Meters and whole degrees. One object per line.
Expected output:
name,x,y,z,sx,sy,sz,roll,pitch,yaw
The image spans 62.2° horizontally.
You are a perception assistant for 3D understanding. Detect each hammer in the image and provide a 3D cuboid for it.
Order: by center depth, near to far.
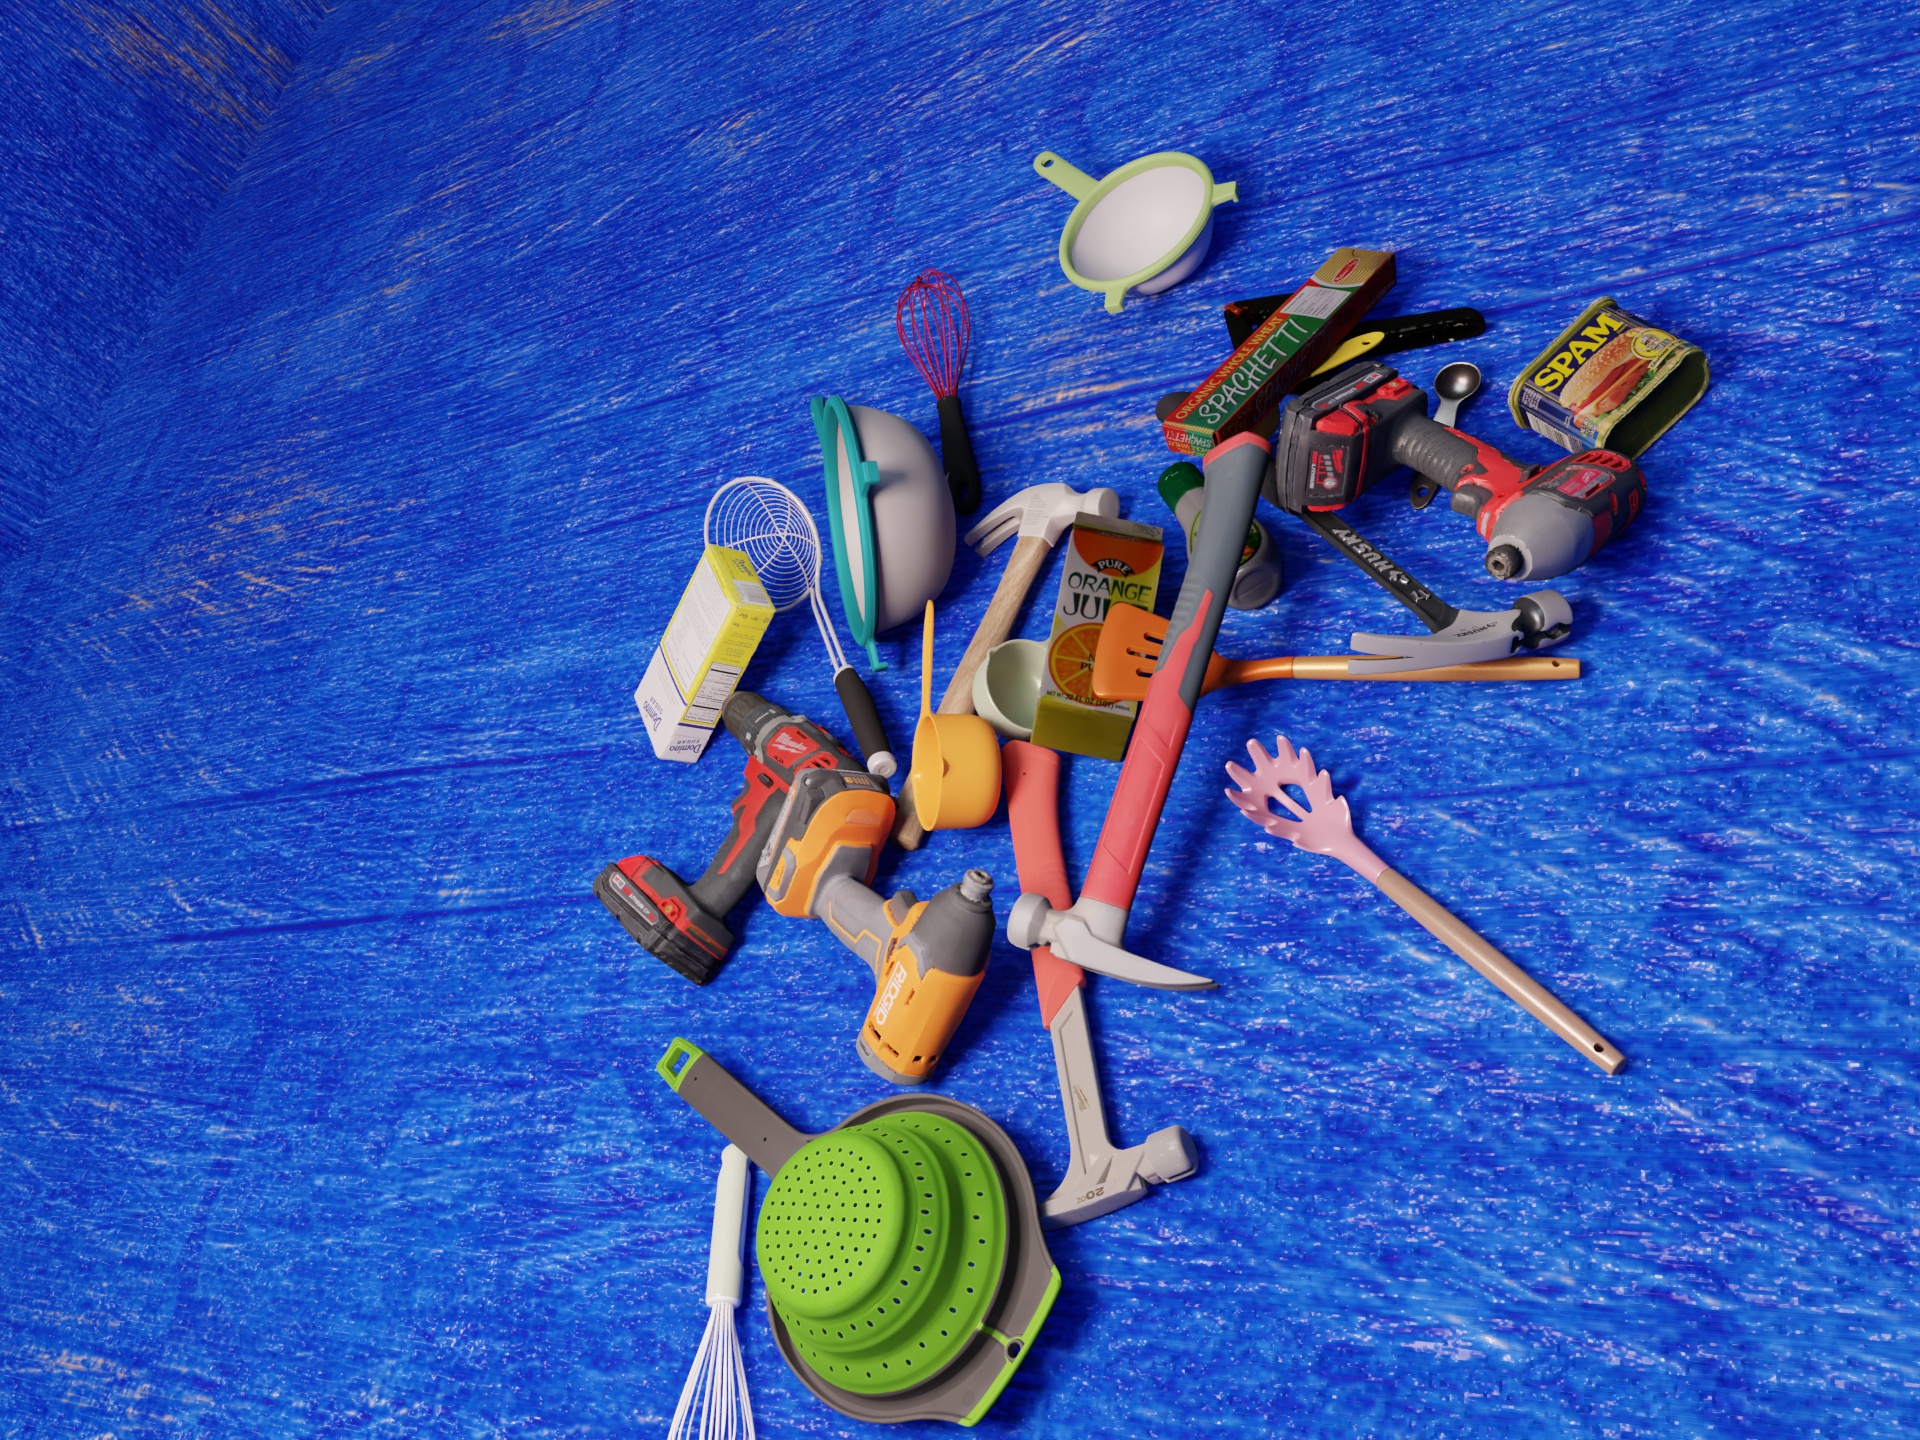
hammer,0.158,-0.013,1.074,0.143,0.038,0.386,15,78,23
hammer,0.059,0.168,1.106,0.149,0.036,0.359,-25,49,20
hammer,0.250,-0.150,1.153,0.149,0.036,0.409,-14,37,-17
hammer,0.015,-0.049,1.286,0.130,0.031,0.331,8,67,44

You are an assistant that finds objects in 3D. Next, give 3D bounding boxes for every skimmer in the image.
skimmer,-0.141,-0.079,1.368,0.127,0.090,0.364,-62,34,30

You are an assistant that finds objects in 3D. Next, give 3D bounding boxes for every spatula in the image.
spatula,0.250,-0.040,1.084,0.323,0.041,0.081,1,60,26

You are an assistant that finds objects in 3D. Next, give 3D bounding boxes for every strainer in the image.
strainer,-0.068,-0.209,1.395,0.095,0.210,0.341,-7,36,-9
strainer,0.145,-0.455,1.452,0.151,0.069,0.257,-43,45,6

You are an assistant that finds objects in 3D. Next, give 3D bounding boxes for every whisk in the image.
whisk,-0.163,0.409,1.096,0.059,0.057,0.247,3,52,-3
whisk,-0.014,-0.307,1.476,0.073,0.073,0.296,-23,56,21

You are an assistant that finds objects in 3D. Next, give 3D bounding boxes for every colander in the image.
colander,-0.113,0.299,1.054,0.397,0.094,0.204,25,78,44

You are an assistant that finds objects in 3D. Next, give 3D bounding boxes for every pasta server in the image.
pasta server,0.280,0.110,0.987,0.060,0.040,0.317,-45,46,-1

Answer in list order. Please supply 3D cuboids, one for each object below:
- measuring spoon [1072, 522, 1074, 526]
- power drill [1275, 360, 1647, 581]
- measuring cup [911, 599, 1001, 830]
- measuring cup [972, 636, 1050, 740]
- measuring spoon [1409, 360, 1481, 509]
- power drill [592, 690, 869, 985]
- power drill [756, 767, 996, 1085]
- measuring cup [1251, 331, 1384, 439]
measuring spoon,0.113,-0.141,1.297,0.021,0.011,0.117,-35,46,11
power drill,0.327,-0.160,1.068,0.143,0.078,0.220,-32,47,-32
measuring cup,-0.002,-0.004,1.193,0.095,0.052,0.174,156,115,-73
measuring cup,0.067,-0.051,1.246,0.168,0.083,0.038,-55,9,-34
measuring spoon,0.355,-0.208,1.173,0.034,0.018,0.124,13,75,32
power drill,-0.196,0.084,1.320,0.227,0.080,0.188,-49,45,-7
power drill,-0.055,0.128,1.150,0.227,0.084,0.164,49,122,44
measuring cup,0.257,-0.251,1.210,0.156,0.029,0.062,-28,40,-8
